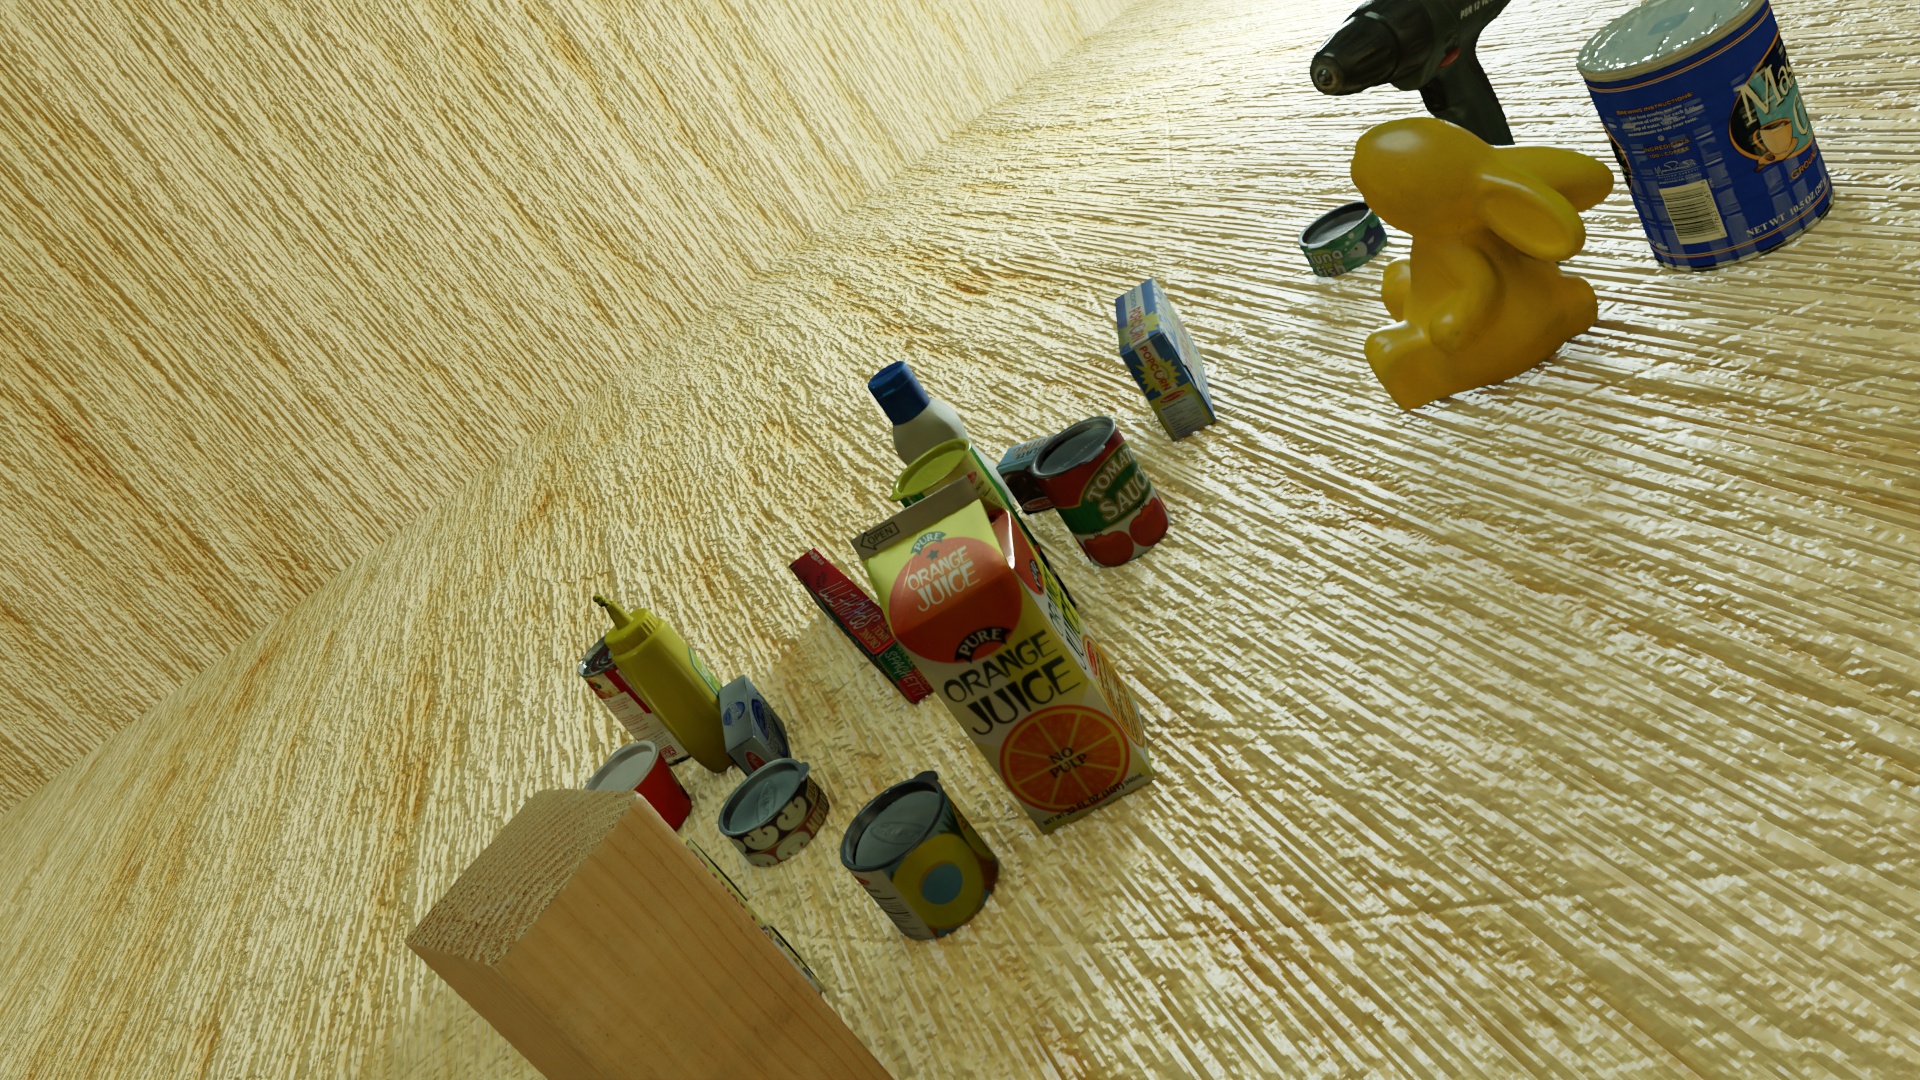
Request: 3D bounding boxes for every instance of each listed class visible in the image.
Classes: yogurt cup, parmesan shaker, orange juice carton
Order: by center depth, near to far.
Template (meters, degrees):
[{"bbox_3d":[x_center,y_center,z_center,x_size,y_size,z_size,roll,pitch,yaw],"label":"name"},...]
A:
[{"bbox_3d":[0.023,0.056,0.737,0.071,0.192,0.073,-30,23,12],"label":"orange juice carton"},{"bbox_3d":[-0.232,0.187,1.003,0.072,0.053,0.073,-29,23,14],"label":"yogurt cup"},{"bbox_3d":[0.004,-0.013,1.012,0.071,0.103,0.071,-29,23,14],"label":"parmesan shaker"}]

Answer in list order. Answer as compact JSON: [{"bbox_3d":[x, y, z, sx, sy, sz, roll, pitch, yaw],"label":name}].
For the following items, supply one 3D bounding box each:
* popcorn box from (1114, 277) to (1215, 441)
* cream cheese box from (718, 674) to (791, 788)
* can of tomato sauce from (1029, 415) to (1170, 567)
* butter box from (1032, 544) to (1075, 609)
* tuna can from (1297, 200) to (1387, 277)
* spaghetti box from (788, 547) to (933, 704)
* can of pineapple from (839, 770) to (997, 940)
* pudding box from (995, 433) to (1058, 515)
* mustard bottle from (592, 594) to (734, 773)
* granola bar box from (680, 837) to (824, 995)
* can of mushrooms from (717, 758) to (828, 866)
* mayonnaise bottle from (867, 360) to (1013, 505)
[{"bbox_3d":[0.158,-0.143,1.081,0.038,0.085,0.127,-27,24,18],"label":"popcorn box"},{"bbox_3d":[-0.143,0.139,0.978,0.024,0.053,0.104,-35,23,0],"label":"cream cheese box"},{"bbox_3d":[0.098,-0.033,0.950,0.071,0.083,0.071,-29,23,14],"label":"can of tomato sauce"},{"bbox_3d":[0.050,0.052,0.887,0.024,0.053,0.104,-26,24,21],"label":"butter box"},{"bbox_3d":[0.313,-0.246,1.141,0.071,0.032,0.071,-29,23,14],"label":"tuna can"},{"bbox_3d":[-0.077,0.059,1.048,0.029,0.050,0.250,-38,23,-8],"label":"spaghetti box"},{"bbox_3d":[-0.020,0.170,0.746,0.071,0.057,0.071,-29,23,14],"label":"can of pineapple"},{"bbox_3d":[0.075,-0.054,1.066,0.083,0.049,0.030,-15,30,39],"label":"pudding box"},{"bbox_3d":[-0.214,0.098,1.016,0.049,0.160,0.065,-37,23,-4],"label":"mustard bottle"},{"bbox_3d":[-0.174,0.227,0.756,0.165,0.124,0.039,-19,27,33],"label":"granola bar box"},{"bbox_3d":[-0.119,0.175,0.900,0.071,0.033,0.071,-29,23,14],"label":"can of mushrooms"},{"bbox_3d":[-0.019,-0.074,1.105,0.064,0.147,0.041,-26,24,21],"label":"mayonnaise bottle"}]
